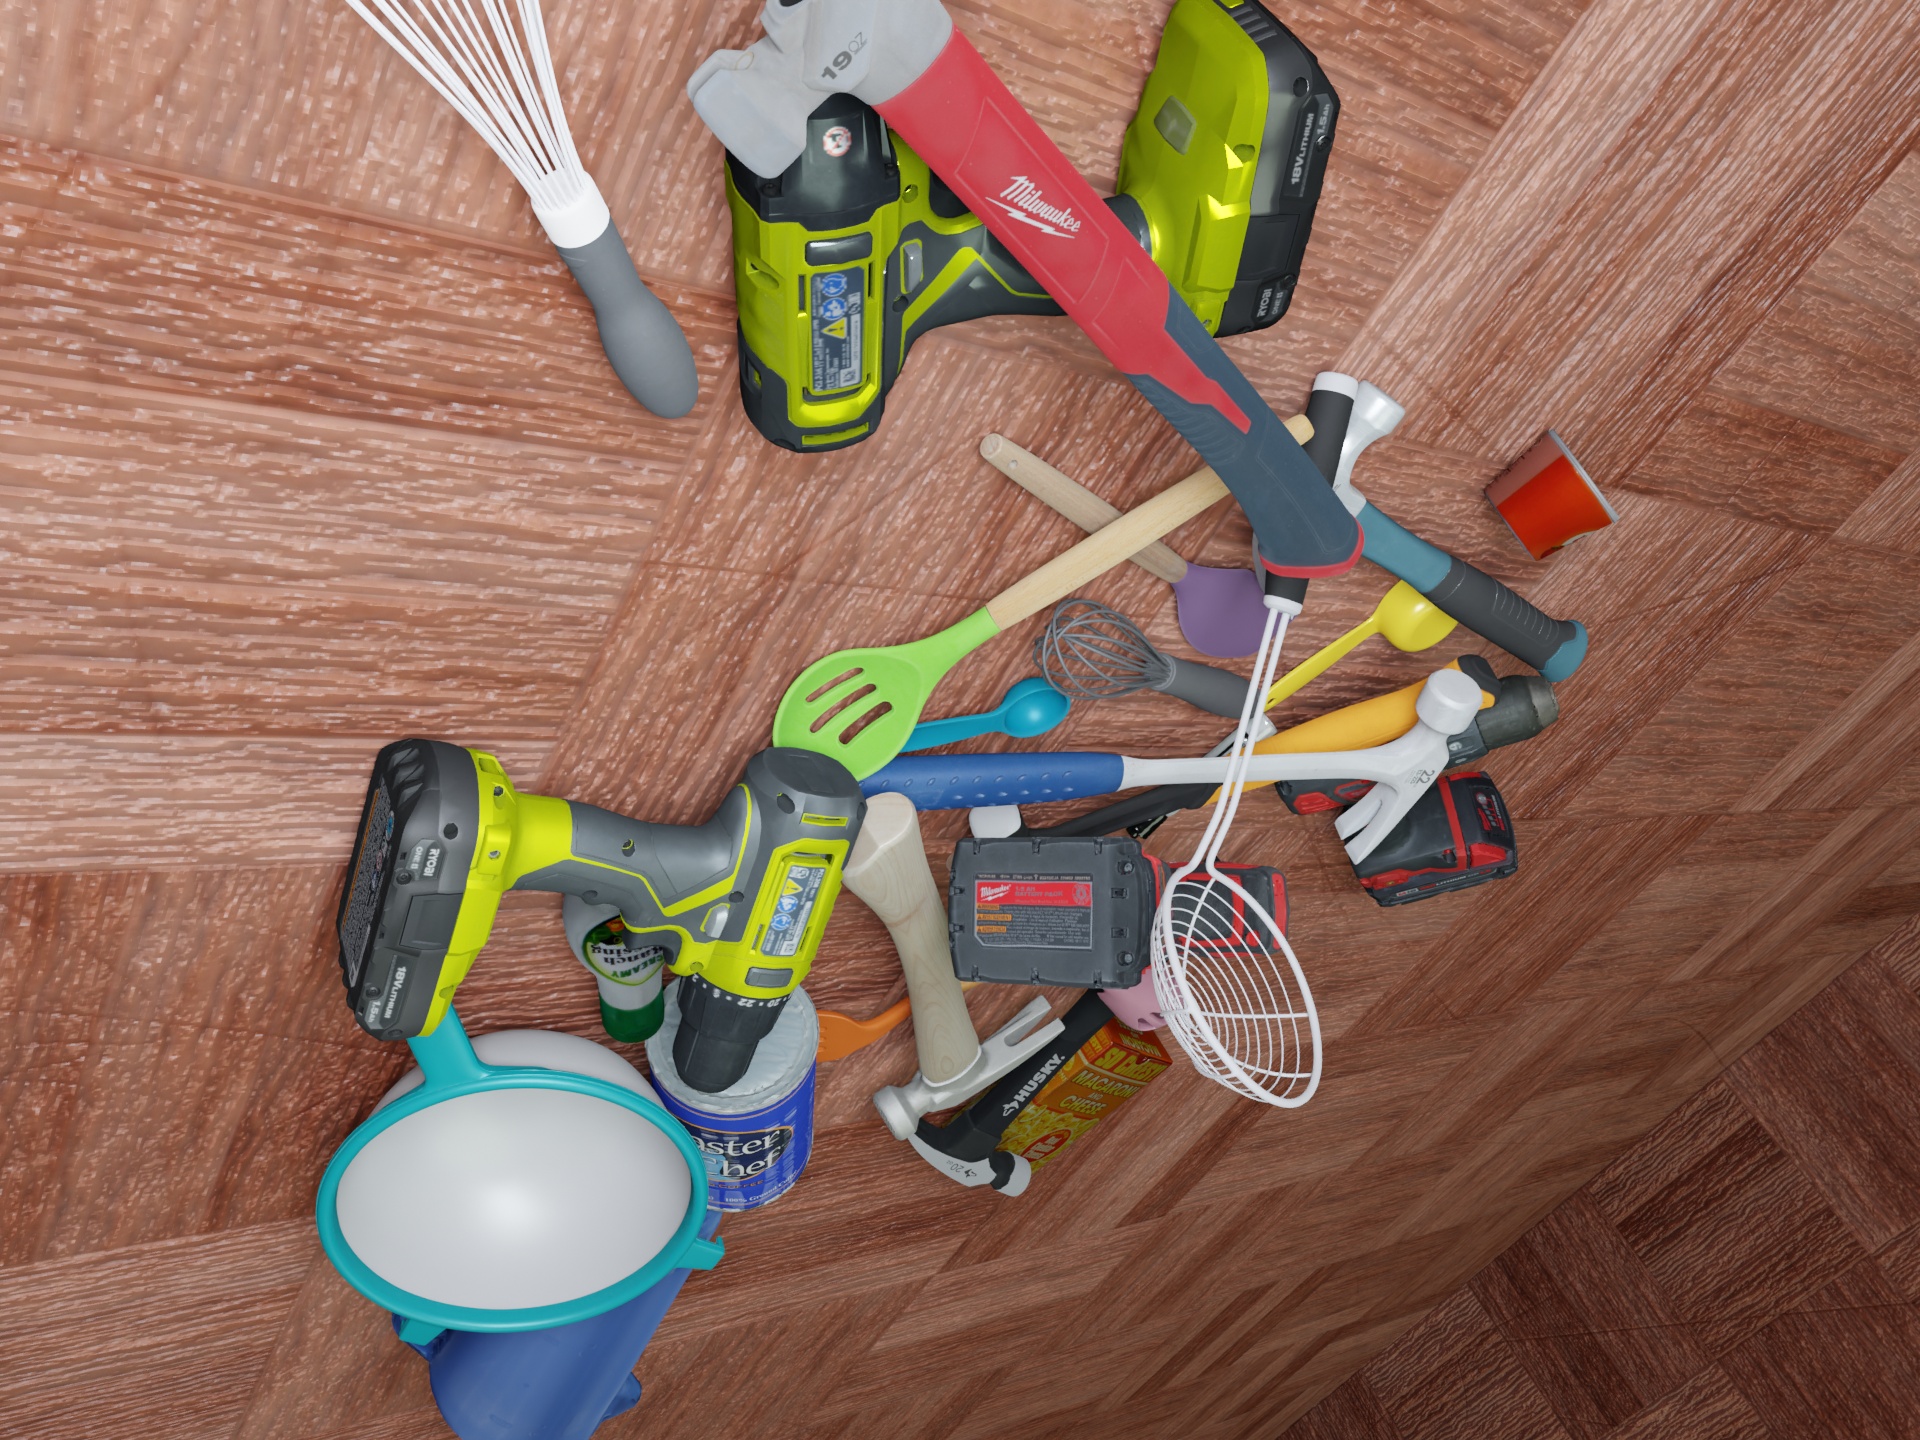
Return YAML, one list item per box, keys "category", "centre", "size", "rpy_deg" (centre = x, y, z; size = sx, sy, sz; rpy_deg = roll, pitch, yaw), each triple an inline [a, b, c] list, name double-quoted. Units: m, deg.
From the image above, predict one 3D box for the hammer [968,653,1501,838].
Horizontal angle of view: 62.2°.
- category: "hammer"
  centre: [0.177, 0.037, 1.007]
  size: [0.337, 0.034, 0.127]
  rpy_deg: [-21, 146, 4]

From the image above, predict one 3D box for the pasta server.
- category: "pasta server"
  centre: [0.075, 0.149, 1.064]
  size: [0.060, 0.040, 0.315]
  rpy_deg: [-30, 140, 16]

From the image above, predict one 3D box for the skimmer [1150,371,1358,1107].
- category: "skimmer"
  centre: [0.172, 0.005, 0.799]
  size: [0.127, 0.090, 0.363]
  rpy_deg: [15, 90, -49]

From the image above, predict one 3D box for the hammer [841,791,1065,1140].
- category: "hammer"
  centre: [-0.011, 0.151, 0.987]
  size: [0.146, 0.038, 0.410]
  rpy_deg: [-31, 150, -12]

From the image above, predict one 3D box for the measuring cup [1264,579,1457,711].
- category: "measuring cup"
  centre: [0.258, -0.042, 1.027]
  size: [0.156, 0.029, 0.062]
  rpy_deg: [-34, 146, -1]

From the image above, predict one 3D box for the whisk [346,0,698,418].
- category: "whisk"
  centre: [-0.140, -0.189, 0.512]
  size: [0.070, 0.070, 0.284]
  rpy_deg: [-29, 151, -4]

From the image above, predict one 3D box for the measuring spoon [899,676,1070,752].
- category: "measuring spoon"
  centre: [-0.001, -0.003, 0.893]
  size: [0.128, 0.021, 0.042]
  rpy_deg: [-11, 143, -13]

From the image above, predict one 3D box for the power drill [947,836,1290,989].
- category: "power drill"
  centre: [0.090, 0.110, 0.925]
  size: [0.143, 0.078, 0.219]
  rpy_deg: [-3, 173, 32]

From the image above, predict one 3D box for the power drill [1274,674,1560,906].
- category: "power drill"
  centre: [0.334, 0.045, 1.117]
  size: [0.188, 0.080, 0.226]
  rpy_deg: [-19, 148, 20]

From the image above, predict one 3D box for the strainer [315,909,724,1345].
- category: "strainer"
  centre: [-0.265, 0.198, 0.883]
  size: [0.211, 0.095, 0.340]
  rpy_deg: [-14, 124, -4]

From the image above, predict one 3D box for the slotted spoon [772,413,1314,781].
- category: "slotted spoon"
  centre: [0.039, -0.064, 0.803]
  size: [0.314, 0.031, 0.070]
  rpy_deg: [-32, 118, 8]

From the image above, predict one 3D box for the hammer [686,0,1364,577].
- category: "hammer"
  centre: [0.079, -0.159, 0.595]
  size: [0.143, 0.038, 0.385]
  rpy_deg: [-39, 141, 16]

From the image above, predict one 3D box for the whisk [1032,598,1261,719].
- category: "whisk"
  centre: [0.118, -0.026, 0.927]
  size: [0.055, 0.055, 0.238]
  rpy_deg: [-47, 147, 22]

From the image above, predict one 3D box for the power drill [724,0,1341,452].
- category: "power drill"
  centre: [0.023, -0.200, 0.605]
  size: [0.223, 0.080, 0.171]
  rpy_deg: [-16, 143, -17]

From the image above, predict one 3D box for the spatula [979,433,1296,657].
- category: "spatula"
  centre: [0.102, -0.088, 0.859]
  size: [0.059, 0.018, 0.315]
  rpy_deg: [-43, 146, 17]

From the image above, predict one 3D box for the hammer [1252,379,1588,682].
- category: "hammer"
  centre: [0.292, -0.086, 0.957]
  size: [0.330, 0.033, 0.128]
  rpy_deg: [20, 116, -42]

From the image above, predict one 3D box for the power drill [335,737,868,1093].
- category: "power drill"
  centre: [-0.172, 0.098, 0.768]
  size: [0.228, 0.080, 0.190]
  rpy_deg: [8, 114, -32]

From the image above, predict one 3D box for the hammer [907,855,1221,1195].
- category: "hammer"
  centre: [0.089, 0.228, 1.211]
  size: [0.146, 0.035, 0.334]
  rpy_deg: [32, 108, -31]

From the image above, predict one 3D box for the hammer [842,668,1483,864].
- category: "hammer"
  centre: [0.099, 0.035, 0.917]
  size: [0.405, 0.035, 0.144]
  rpy_deg: [-2, 136, -18]

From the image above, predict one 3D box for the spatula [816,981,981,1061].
- category: "spatula"
  centre: [-0.004, 0.172, 1.104]
  size: [0.322, 0.041, 0.081]
  rpy_deg: [-21, 144, -23]
